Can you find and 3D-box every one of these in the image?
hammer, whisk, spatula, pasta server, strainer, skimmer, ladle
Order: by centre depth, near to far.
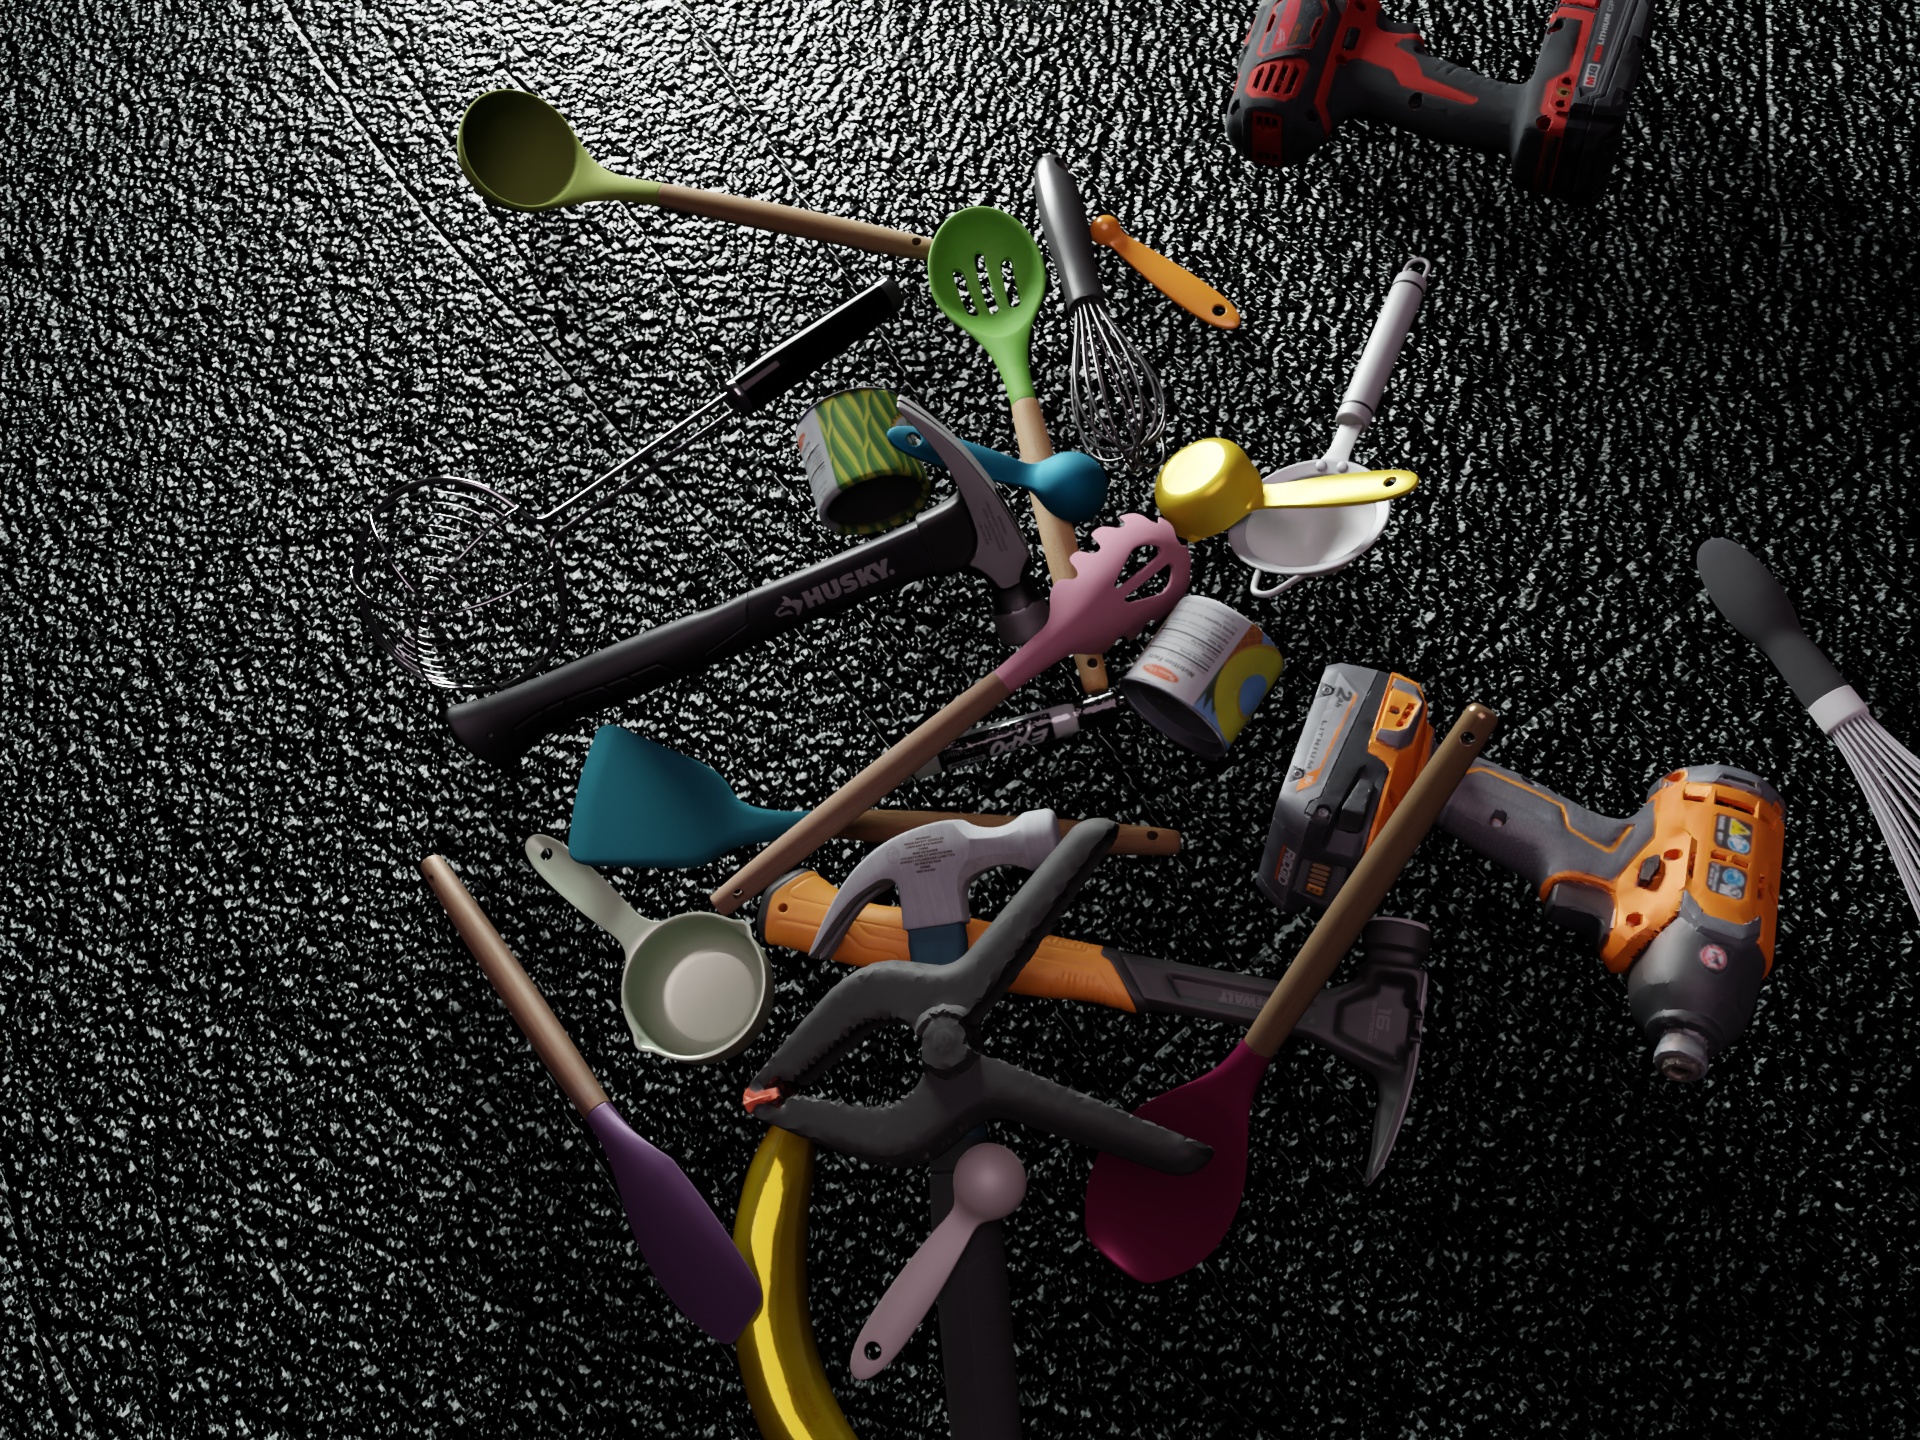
[{"bbox_3d":[0.002,0.212,0.753,0.128,0.033,0.331,-8,77,11],"label":"hammer"},{"bbox_3d":[0.445,0.022,0.770,0.070,0.070,0.285,-25,63,-1],"label":"whisk"},{"bbox_3d":[0.057,0.134,0.797,0.337,0.034,0.127,9,70,12],"label":"hammer"},{"bbox_3d":[-0.199,0.182,0.814,0.316,0.018,0.059,47,120,27],"label":"spatula"},{"bbox_3d":[-0.001,-0.003,0.829,0.316,0.040,0.060,-38,98,-7],"label":"pasta server"},{"bbox_3d":[-0.044,0.053,0.839,0.317,0.044,0.082,2,61,9],"label":"spatula"},{"bbox_3d":[-0.128,-0.056,0.870,0.335,0.035,0.146,-21,109,7],"label":"hammer"},{"bbox_3d":[0.217,-0.160,0.879,0.087,0.050,0.258,12,65,33],"label":"strainer"},{"bbox_3d":[0.077,-0.243,0.932,0.055,0.055,0.239,-13,64,4],"label":"whisk"},{"bbox_3d":[-0.186,-0.152,0.938,0.363,0.090,0.127,-39,104,-18],"label":"skimmer"},{"bbox_3d":[-0.166,-0.332,0.997,0.320,0.062,0.078,15,75,11],"label":"ladle"}]

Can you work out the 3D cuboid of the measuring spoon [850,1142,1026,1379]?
[{"bbox_3d":[-0.013,0.247,0.722,0.034,0.018,0.124,34,87,15],"label":"measuring spoon"}]

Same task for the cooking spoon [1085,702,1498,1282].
[{"bbox_3d":[0.148,0.128,0.717,0.069,0.017,0.319,35,109,19],"label":"cooking spoon"}]

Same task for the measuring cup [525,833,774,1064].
[{"bbox_3d":[-0.167,0.115,0.839,0.168,0.038,0.083,36,79,21],"label":"measuring cup"}]

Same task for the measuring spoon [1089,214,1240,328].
[{"bbox_3d":[0.122,-0.269,0.950,0.021,0.011,0.117,-45,69,-9],"label":"measuring spoon"}]

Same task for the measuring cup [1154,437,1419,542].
[{"bbox_3d":[0.167,-0.127,0.837,0.156,0.029,0.062,4,56,47],"label":"measuring cup"}]

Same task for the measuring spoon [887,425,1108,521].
[{"bbox_3d":[0.023,-0.144,0.875,0.128,0.021,0.042,14,66,-11],"label":"measuring spoon"}]

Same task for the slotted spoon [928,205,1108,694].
[{"bbox_3d":[0.040,-0.159,0.914,0.070,0.031,0.314,-12,70,-3],"label":"slotted spoon"}]

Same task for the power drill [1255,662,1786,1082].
[{"bbox_3d":[0.260,0.070,0.742,0.226,0.084,0.164,18,49,14],"label":"power drill"}]

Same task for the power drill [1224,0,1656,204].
[{"bbox_3d":[0.285,-0.405,0.944,0.227,0.080,0.188,15,72,17],"label":"power drill"}]
